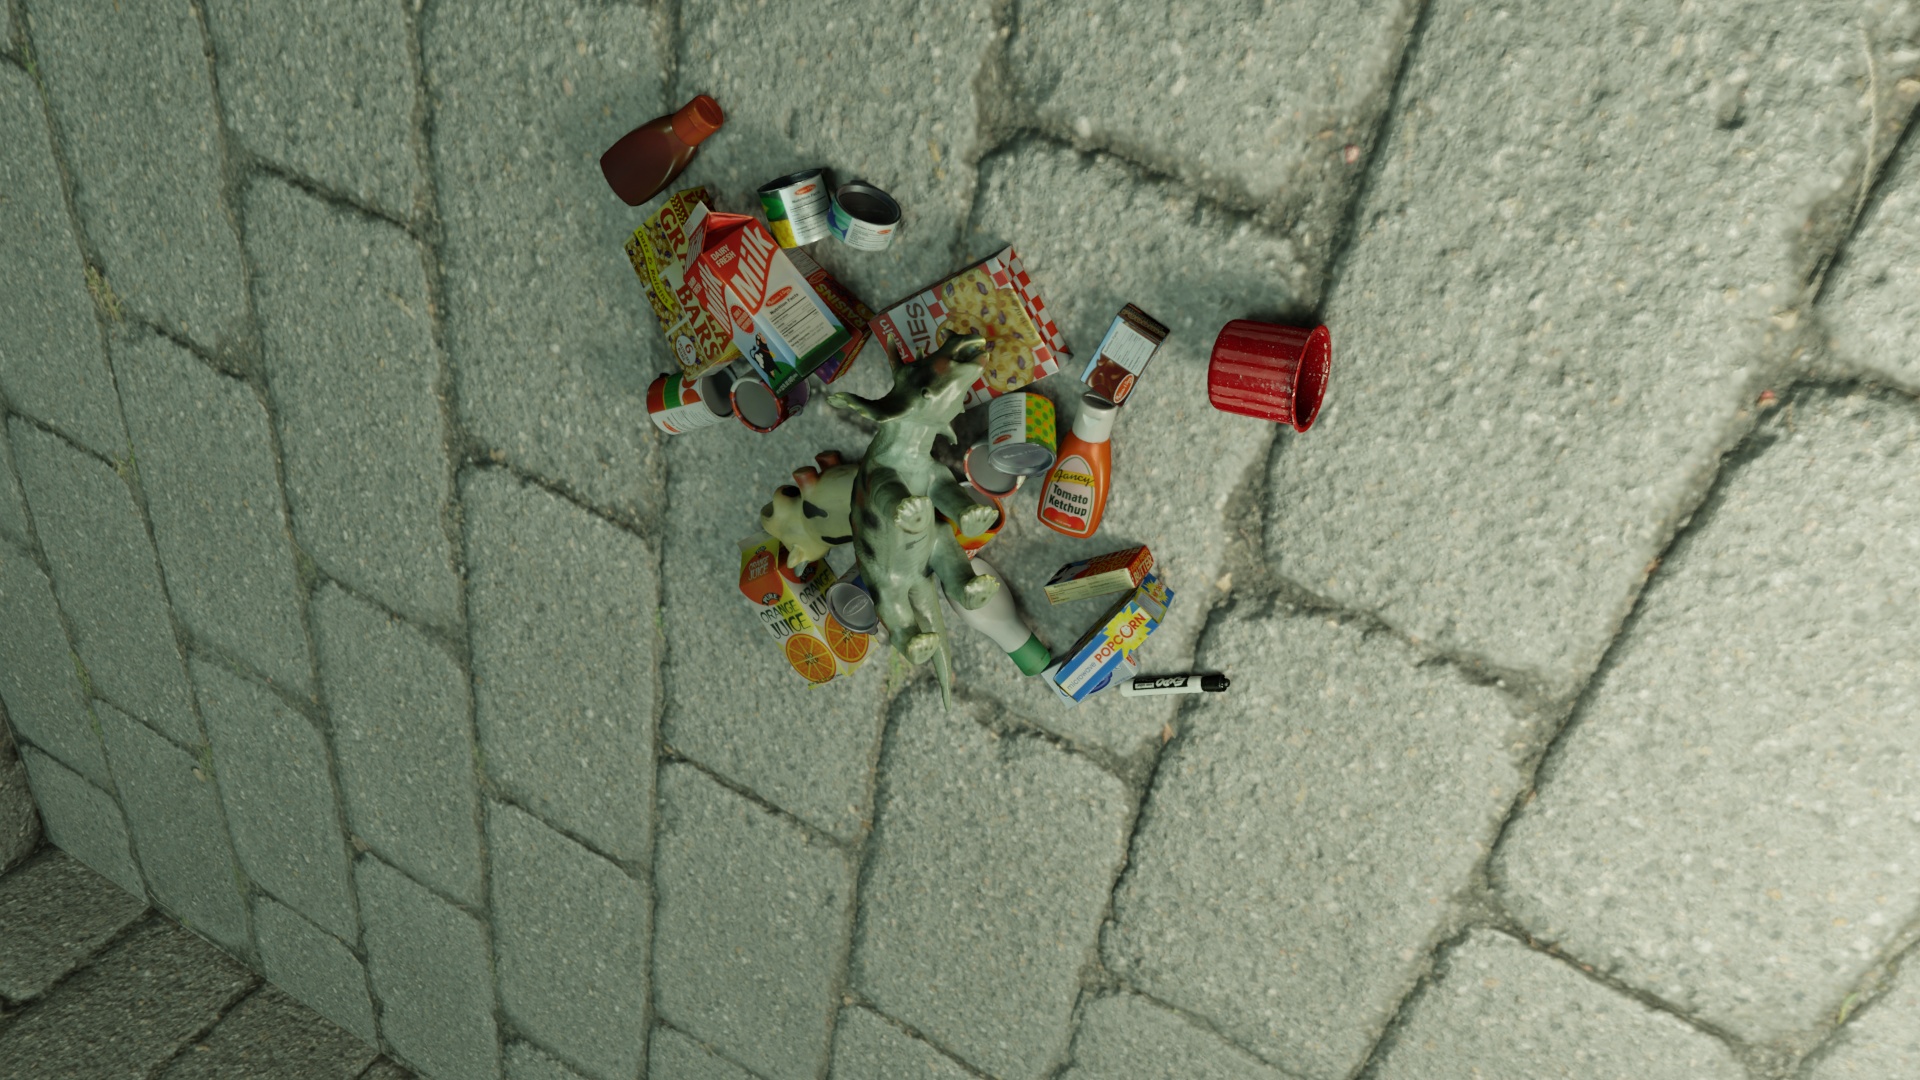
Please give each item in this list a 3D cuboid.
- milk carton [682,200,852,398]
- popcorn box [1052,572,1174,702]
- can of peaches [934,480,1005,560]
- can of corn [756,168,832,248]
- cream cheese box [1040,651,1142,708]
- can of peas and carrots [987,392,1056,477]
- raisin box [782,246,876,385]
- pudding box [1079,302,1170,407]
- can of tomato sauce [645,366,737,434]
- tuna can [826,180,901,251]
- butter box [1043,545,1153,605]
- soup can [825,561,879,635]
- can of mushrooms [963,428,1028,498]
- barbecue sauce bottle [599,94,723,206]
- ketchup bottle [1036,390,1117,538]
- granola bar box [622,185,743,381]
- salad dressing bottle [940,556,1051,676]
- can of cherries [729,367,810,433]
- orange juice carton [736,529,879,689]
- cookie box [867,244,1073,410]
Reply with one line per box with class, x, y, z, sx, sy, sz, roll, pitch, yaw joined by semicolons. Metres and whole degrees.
milk carton;-0.201;-0.241;1.351;0.190;0.074;0.072;51;152;-7
popcorn box;0.154;0.097;1.395;0.038;0.085;0.126;43;115;1
can of peaches;0.005;-0.018;1.440;0.071;0.071;0.057;43;131;-1
can of corn;-0.157;-0.321;1.345;0.071;0.071;0.058;-2;118;32
cream cheese box;0.139;0.138;1.490;0.103;0.024;0.053;-34;97;40
can of peas and carrots;0.061;-0.102;1.344;0.071;0.059;0.070;1;155;0
raisin box;-0.154;-0.231;1.417;0.123;0.040;0.085;42;131;2
pudding box;0.151;-0.170;1.281;0.050;0.030;0.083;34;131;6
can of tomato sauce;-0.293;-0.158;1.532;0.083;0.071;0.071;-10;114;35
tuna can;-0.093;-0.308;1.316;0.071;0.071;0.032;33;131;8
butter box;0.140;0.036;1.405;0.103;0.053;0.024;-15;108;36
soup can;-0.098;0.056;1.539;0.071;0.084;0.071;15;126;22
can of mushrooms;0.039;-0.076;1.406;0.071;0.034;0.070;15;125;22
barbecue sauce bottle;-0.298;-0.395;1.395;0.148;0.044;0.064;-23;106;38
ketchup bottle;0.119;-0.075;1.353;0.065;0.044;0.148;22;128;13
granola bar box;-0.274;-0.262;1.435;0.124;0.039;0.165;-23;92;47
salad dressing bottle;0.040;0.083;1.492;0.147;0.064;0.044;50;142;-16
can of cherries;-0.202;-0.154;1.483;0.071;0.059;0.071;15;125;22
orange juice carton;-0.185;0.071;1.608;0.071;0.073;0.192;-22;106;39
cookie box;0.008;-0.195;1.344;0.167;0.040;0.122;-20;108;37
